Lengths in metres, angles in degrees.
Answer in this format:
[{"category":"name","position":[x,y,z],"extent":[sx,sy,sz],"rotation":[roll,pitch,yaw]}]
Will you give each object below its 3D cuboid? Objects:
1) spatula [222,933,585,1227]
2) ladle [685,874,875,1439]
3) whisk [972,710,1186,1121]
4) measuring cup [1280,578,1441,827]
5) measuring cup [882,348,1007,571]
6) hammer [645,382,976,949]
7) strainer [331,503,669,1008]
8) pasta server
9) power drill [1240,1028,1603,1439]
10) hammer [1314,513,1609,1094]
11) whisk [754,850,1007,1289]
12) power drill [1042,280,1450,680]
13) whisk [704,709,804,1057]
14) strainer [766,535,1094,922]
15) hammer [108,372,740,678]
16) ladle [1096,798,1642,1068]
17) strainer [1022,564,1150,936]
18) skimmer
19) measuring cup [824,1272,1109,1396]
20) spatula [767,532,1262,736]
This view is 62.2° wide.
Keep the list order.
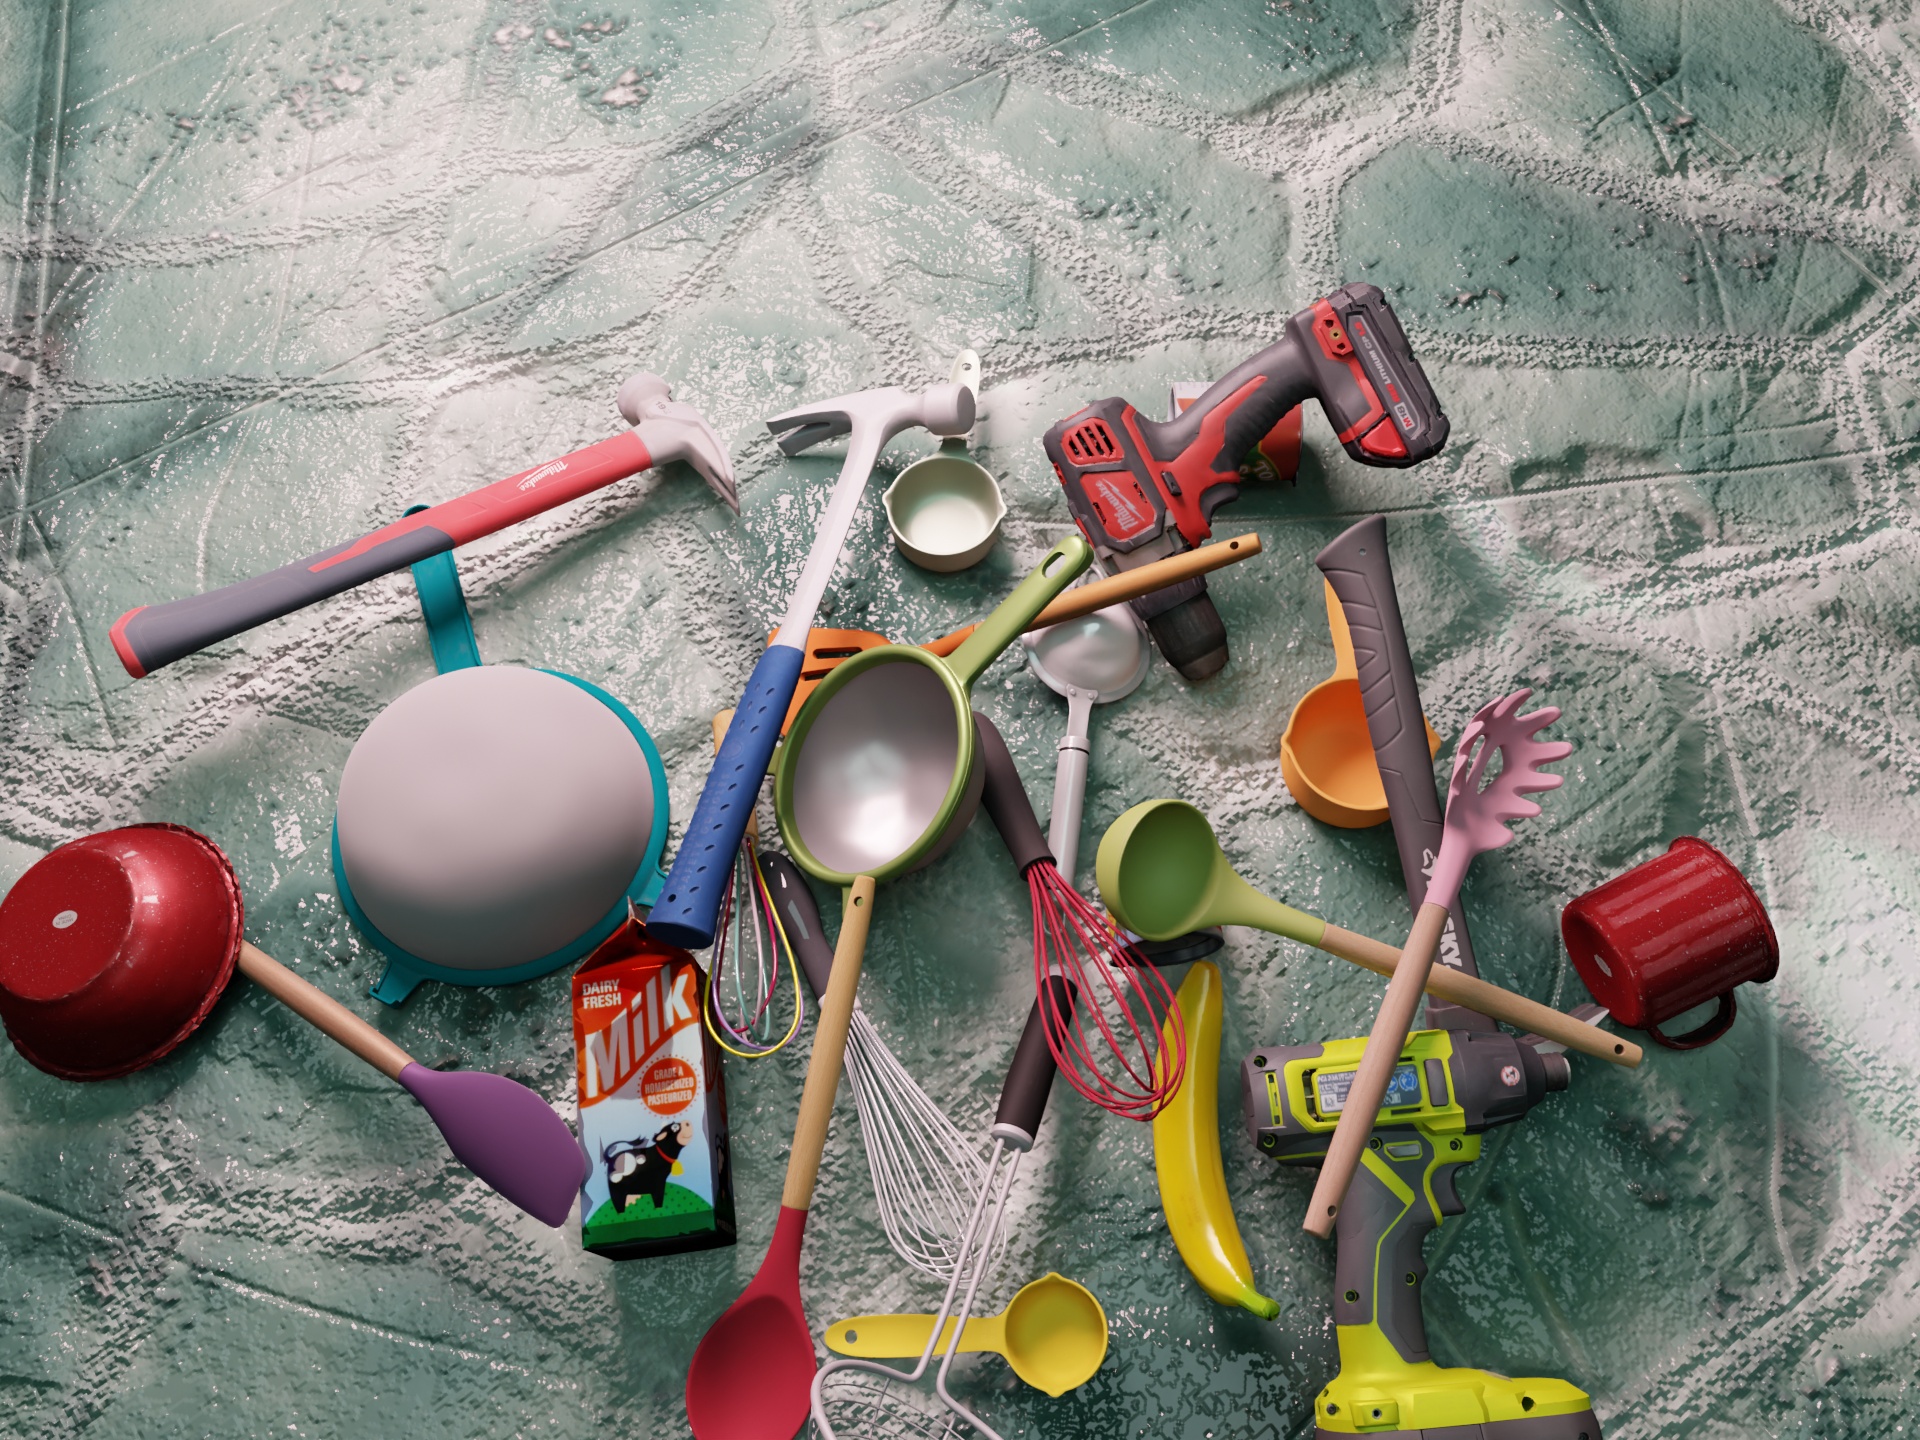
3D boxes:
[{"category":"spatula","position":[-0.331,0.187,0.905],"extent":[0.316,0.018,0.060],"rotation":[25,96,25]},{"category":"ladle","position":[-0.086,0.240,0.870],"extent":[0.069,0.031,0.315],"rotation":[11,80,6]},{"category":"whisk","position":[0.051,0.101,0.917],"extent":[0.073,0.073,0.296],"rotation":[-20,50,-7]},{"category":"measuring cup","position":[0.240,-0.016,0.993],"extent":[0.095,0.052,0.174],"rotation":[-1,64,1]},{"category":"measuring cup","position":[-0.004,-0.175,1.079],"extent":[0.083,0.038,0.168],"rotation":[6,65,4]},{"category":"hammer","position":[-0.108,-0.050,0.975],"extent":[0.144,0.035,0.406],"rotation":[1,56,27]},{"category":"strainer","position":[-0.310,-0.008,0.982],"extent":[0.211,0.095,0.341],"rotation":[-19,68,-6]},{"category":"pasta server","position":[0.247,0.123,0.839],"extent":[0.060,0.040,0.316],"rotation":[33,69,-13]},{"category":"power drill","position":[0.249,0.276,0.832],"extent":[0.171,0.080,0.223],"rotation":[-6,73,2]},{"category":"hammer","position":[0.267,0.046,0.917],"extent":[0.146,0.035,0.335],"rotation":[-11,85,1]},{"category":"whisk","position":[-0.055,0.192,0.912],"extent":[0.070,0.070,0.285],"rotation":[-26,63,-9]},{"category":"power drill","position":[0.186,-0.149,0.998],"extent":[0.226,0.080,0.188],"rotation":[-27,93,9]},{"category":"whisk","position":[-0.132,0.089,0.936],"extent":[0.047,0.051,0.245],"rotation":[-26,48,15]},{"category":"strainer","position":[-0.002,-0.003,0.950],"extent":[0.256,0.069,0.152],"rotation":[-46,49,12]},{"category":"hammer","position":[-0.332,-0.110,1.007],"extent":[0.386,0.038,0.143],"rotation":[-27,52,-20]},{"category":"ladle","position":[0.225,0.127,0.868],"extent":[0.320,0.062,0.078],"rotation":[21,81,1]},{"category":"strainer","position":[0.074,0.009,0.995],"extent":[0.087,0.050,0.259],"rotation":[12,70,-9]},{"category":"skimmer","position":[0.025,0.244,0.788],"extent":[0.127,0.090,0.363],"rotation":[31,42,-6]},{"category":"measuring cup","position":[0.004,0.335,0.866],"extent":[0.156,0.029,0.062],"rotation":[-5,66,12]},{"category":"spatula","position":[0.030,-0.063,0.994],"extent":[0.322,0.041,0.081],"rotation":[-18,65,18]}]
